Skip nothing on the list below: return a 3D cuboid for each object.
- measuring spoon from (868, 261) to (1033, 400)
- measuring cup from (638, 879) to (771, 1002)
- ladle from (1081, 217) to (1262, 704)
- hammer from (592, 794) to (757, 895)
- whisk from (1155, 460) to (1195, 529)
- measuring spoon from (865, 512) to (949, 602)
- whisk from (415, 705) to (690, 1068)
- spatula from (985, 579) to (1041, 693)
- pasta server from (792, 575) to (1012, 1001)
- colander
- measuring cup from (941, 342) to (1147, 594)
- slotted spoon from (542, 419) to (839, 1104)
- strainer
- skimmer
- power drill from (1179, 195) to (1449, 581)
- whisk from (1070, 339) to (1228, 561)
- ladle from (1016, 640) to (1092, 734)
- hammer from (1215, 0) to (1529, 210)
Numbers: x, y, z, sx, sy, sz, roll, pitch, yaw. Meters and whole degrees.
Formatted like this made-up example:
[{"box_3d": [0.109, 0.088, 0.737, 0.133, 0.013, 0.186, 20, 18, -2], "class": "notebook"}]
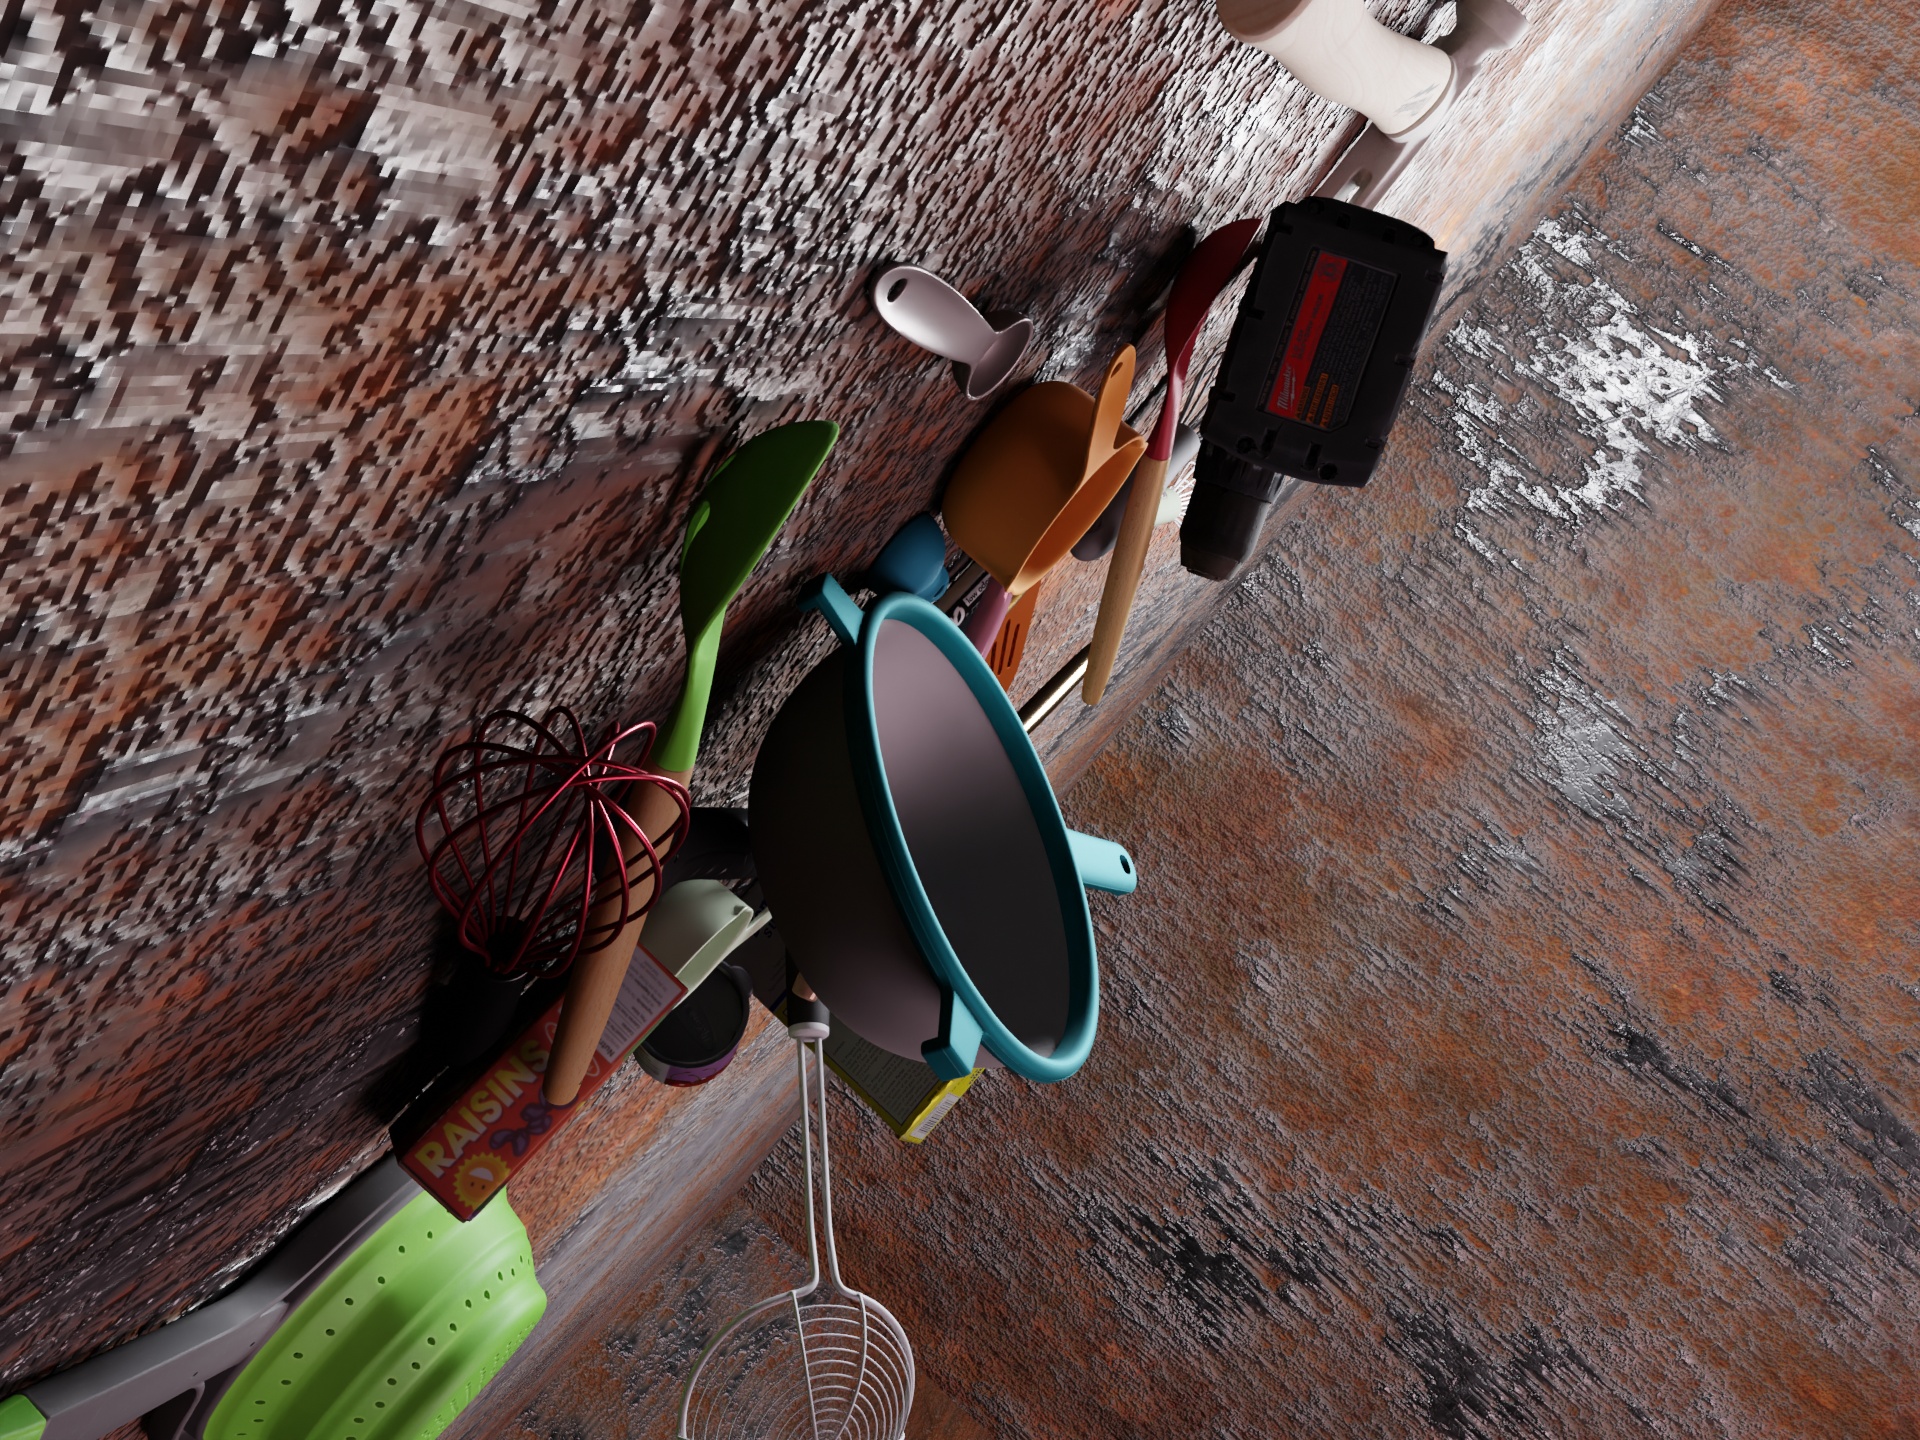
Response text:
[{"box_3d": [-0.007, -0.129, 0.508, 0.034, 0.018, 0.124, -51, 165, 13], "class": "measuring spoon"}, {"box_3d": [-0.131, 0.104, 0.842, 0.083, 0.038, 0.167, -52, 174, 18], "class": "measuring cup"}, {"box_3d": [0.098, -0.119, 0.826, 0.315, 0.031, 0.069, 101, 16, -46], "class": "ladle"}, {"box_3d": [-0.083, 0.053, 0.756, 0.334, 0.035, 0.146, 16, 90, -75], "class": "hammer"}, {"box_3d": [0.149, -0.155, 1.138, 0.246, 0.058, 0.059, -25, 121, -64], "class": "whisk"}, {"box_3d": [-0.013, -0.064, 0.728, 0.042, 0.021, 0.128, -49, 171, 2], "class": "measuring spoon"}, {"box_3d": [-0.148, 0.069, 0.520, 0.073, 0.073, 0.295, -44, 177, -33], "class": "whisk"}, {"box_3d": [-0.031, 0.026, 1.077, 0.081, 0.041, 0.322, -40, 172, -49], "class": "spatula"}, {"box_3d": [-0.001, -0.003, 0.792, 0.316, 0.040, 0.060, -64, 179, -5], "class": "pasta server"}, {"box_3d": [-0.273, 0.279, 0.674, 0.204, 0.094, 0.397, -49, 172, -2], "class": "colander"}, {"box_3d": [0.035, -0.117, 0.646, 0.095, 0.052, 0.173, -47, 170, -17], "class": "measuring cup"}, {"box_3d": [-0.102, 0.031, 0.525, 0.070, 0.031, 0.313, -76, -170, -53], "class": "slotted spoon"}, {"box_3d": [-0.003, 0.069, 0.726, 0.095, 0.211, 0.340, -22, 164, 17], "class": "strainer"}, {"box_3d": [-0.093, 0.242, 0.885, 0.090, 0.127, 0.364, -50, -142, 48], "class": "skimmer"}, {"box_3d": [0.159, -0.157, 0.797, 0.227, 0.080, 0.188, -63, 171, -81], "class": "power drill"}, {"box_3d": [0.131, -0.161, 0.926, 0.239, 0.055, 0.055, -47, 173, -35], "class": "whisk"}, {"box_3d": [0.036, 0.025, 1.074, 0.078, 0.062, 0.320, -37, -175, 43], "class": "ladle"}, {"box_3d": [0.166, -0.272, 0.680, 0.146, 0.038, 0.410, -51, 172, 26], "class": "hammer"}]
